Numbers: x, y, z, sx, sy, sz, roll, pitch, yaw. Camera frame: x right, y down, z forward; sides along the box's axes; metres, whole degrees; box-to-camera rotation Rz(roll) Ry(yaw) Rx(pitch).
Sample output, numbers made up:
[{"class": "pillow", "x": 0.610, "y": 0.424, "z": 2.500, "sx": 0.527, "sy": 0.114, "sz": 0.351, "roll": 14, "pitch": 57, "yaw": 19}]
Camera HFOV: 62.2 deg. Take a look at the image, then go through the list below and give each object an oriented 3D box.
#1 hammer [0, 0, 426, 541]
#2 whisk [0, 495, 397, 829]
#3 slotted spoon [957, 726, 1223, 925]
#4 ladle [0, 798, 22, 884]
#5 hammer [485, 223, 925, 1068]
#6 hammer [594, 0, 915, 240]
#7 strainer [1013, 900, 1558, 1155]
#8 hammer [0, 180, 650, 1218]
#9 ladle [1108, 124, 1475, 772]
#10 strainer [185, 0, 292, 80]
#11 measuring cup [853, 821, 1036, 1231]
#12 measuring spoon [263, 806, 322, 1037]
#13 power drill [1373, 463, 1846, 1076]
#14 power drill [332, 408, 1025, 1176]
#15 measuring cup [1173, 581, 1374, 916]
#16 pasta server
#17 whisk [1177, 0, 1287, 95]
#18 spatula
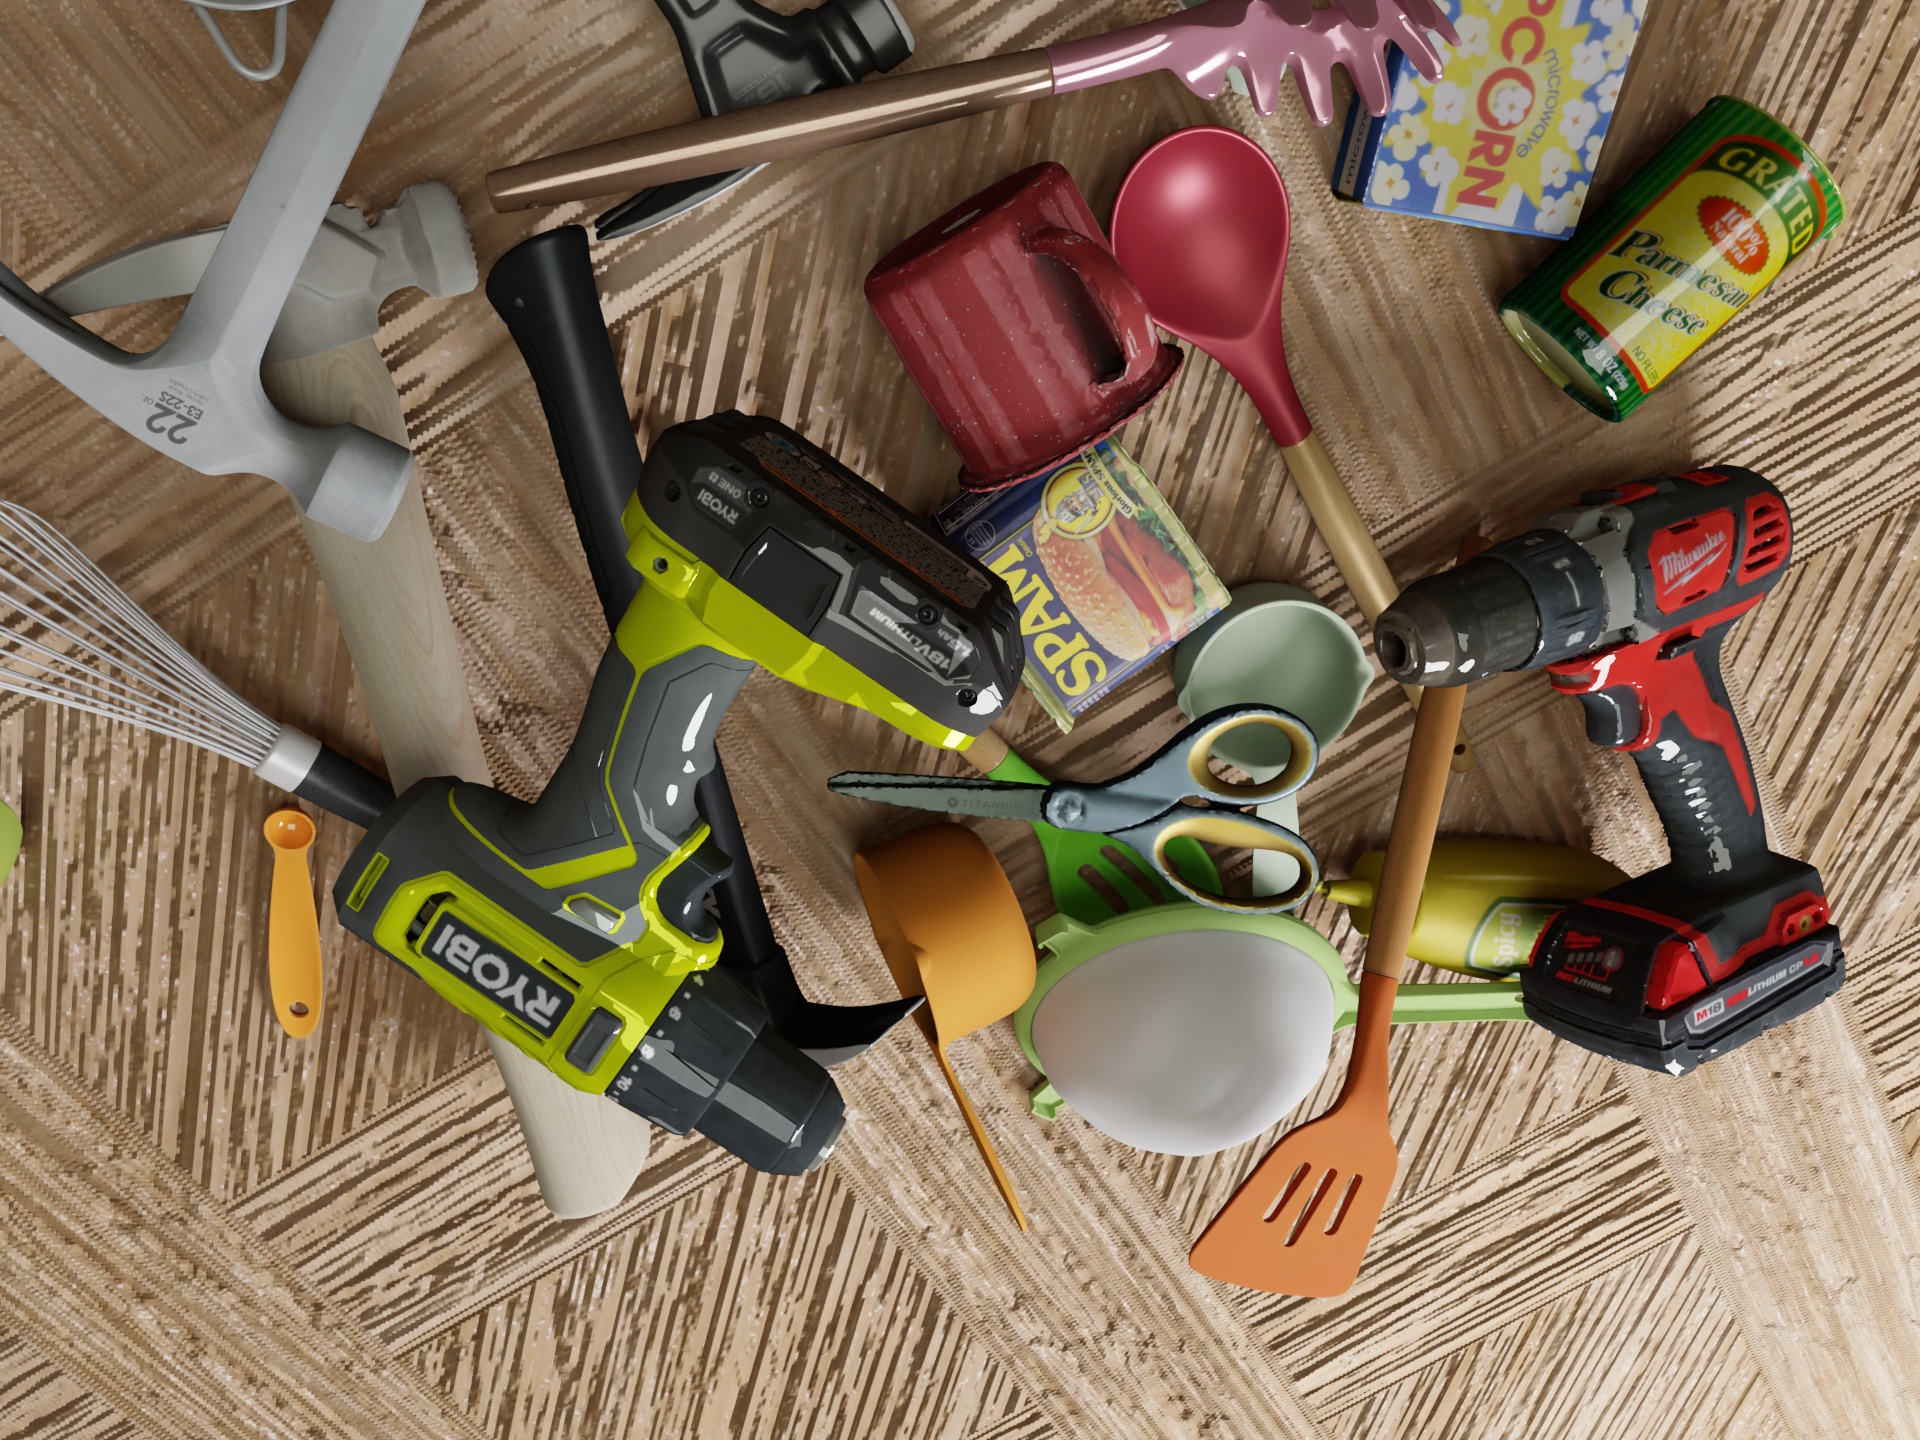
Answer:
[{"class": "hammer", "x": -0.146, "y": -0.254, "z": 0.447, "sx": 0.144, "sy": 0.035, "sz": 0.405, "roll": 26, "pitch": 104, "yaw": -26}, {"class": "whisk", "x": -0.282, "y": -0.001, "z": 0.593, "sx": 0.284, "sy": 0.070, "sz": 0.070, "roll": 36, "pitch": 105, "yaw": -28}, {"class": "slotted spoon", "x": -0.001, "y": -0.002, "z": 0.655, "sx": 0.070, "sy": 0.031, "sz": 0.313, "roll": -40, "pitch": 113, "yaw": 15}, {"class": "ladle", "x": -0.431, "y": -0.065, "z": 0.552, "sx": 0.078, "sy": 0.062, "sz": 0.320, "roll": -17, "pitch": 110, "yaw": 1}, {"class": "hammer", "x": -0.108, "y": -0.013, "z": 0.598, "sx": 0.146, "sy": 0.035, "sz": 0.334, "roll": 4, "pitch": 116, "yaw": 37}, {"class": "hammer", "x": -0.153, "y": -0.309, "z": 0.464, "sx": 0.127, "sy": 0.034, "sz": 0.336, "roll": -33, "pitch": 120, "yaw": 6}, {"class": "strainer", "x": 0.153, "y": 0.147, "z": 0.696, "sx": 0.256, "sy": 0.069, "sz": 0.151, "roll": -2, "pitch": 136, "yaw": -1}, {"class": "hammer", "x": -0.203, "y": 0.024, "z": 0.594, "sx": 0.146, "sy": 0.038, "sz": 0.410, "roll": -20, "pitch": 116, "yaw": -20}, {"class": "ladle", "x": 0.146, "y": -0.093, "z": 0.636, "sx": 0.069, "sy": 0.031, "sz": 0.315, "roll": -31, "pitch": 118, "yaw": 8}, {"class": "strainer", "x": -0.231, "y": -0.321, "z": 0.456, "sx": 0.087, "sy": 0.050, "sz": 0.258, "roll": -15, "pitch": 113, "yaw": -27}, {"class": "measuring cup", "x": 0.012, "y": 0.125, "z": 0.664, "sx": 0.052, "sy": 0.095, "sz": 0.173, "roll": -24, "pitch": 93, "yaw": -13}, {"class": "measuring spoon", "x": -0.277, "y": 0.084, "z": 0.662, "sx": 0.021, "sy": 0.011, "sz": 0.116, "roll": 4, "pitch": 118, "yaw": -12}, {"class": "power drill", "x": 0.261, "y": 0.022, "z": 0.640, "sx": 0.188, "sy": 0.080, "sz": 0.226, "roll": -18, "pitch": 103, "yaw": -22}, {"class": "power drill", "x": -0.079, "y": 0.033, "z": 0.532, "sx": 0.190, "sy": 0.080, "sz": 0.228, "roll": 35, "pitch": 108, "yaw": -2}, {"class": "measuring cup", "x": 0.130, "y": 0.018, "z": 0.682, "sx": 0.083, "sy": 0.038, "sz": 0.167, "roll": -9, "pitch": 119, "yaw": -5}, {"class": "pasta server", "x": 0.004, "y": -0.199, "z": 0.518, "sx": 0.316, "sy": 0.060, "sz": 0.040, "roll": -13, "pitch": 83, "yaw": -3}, {"class": "whisk", "x": 0.036, "y": -0.298, "z": 0.500, "sx": 0.059, "sy": 0.058, "sz": 0.246, "roll": -23, "pitch": 130, "yaw": 31}, {"class": "spatula", "x": 0.172, "y": 0.079, "z": 0.653, "sx": 0.081, "sy": 0.041, "sz": 0.323, "roll": 17, "pitch": 83, "yaw": -21}]
